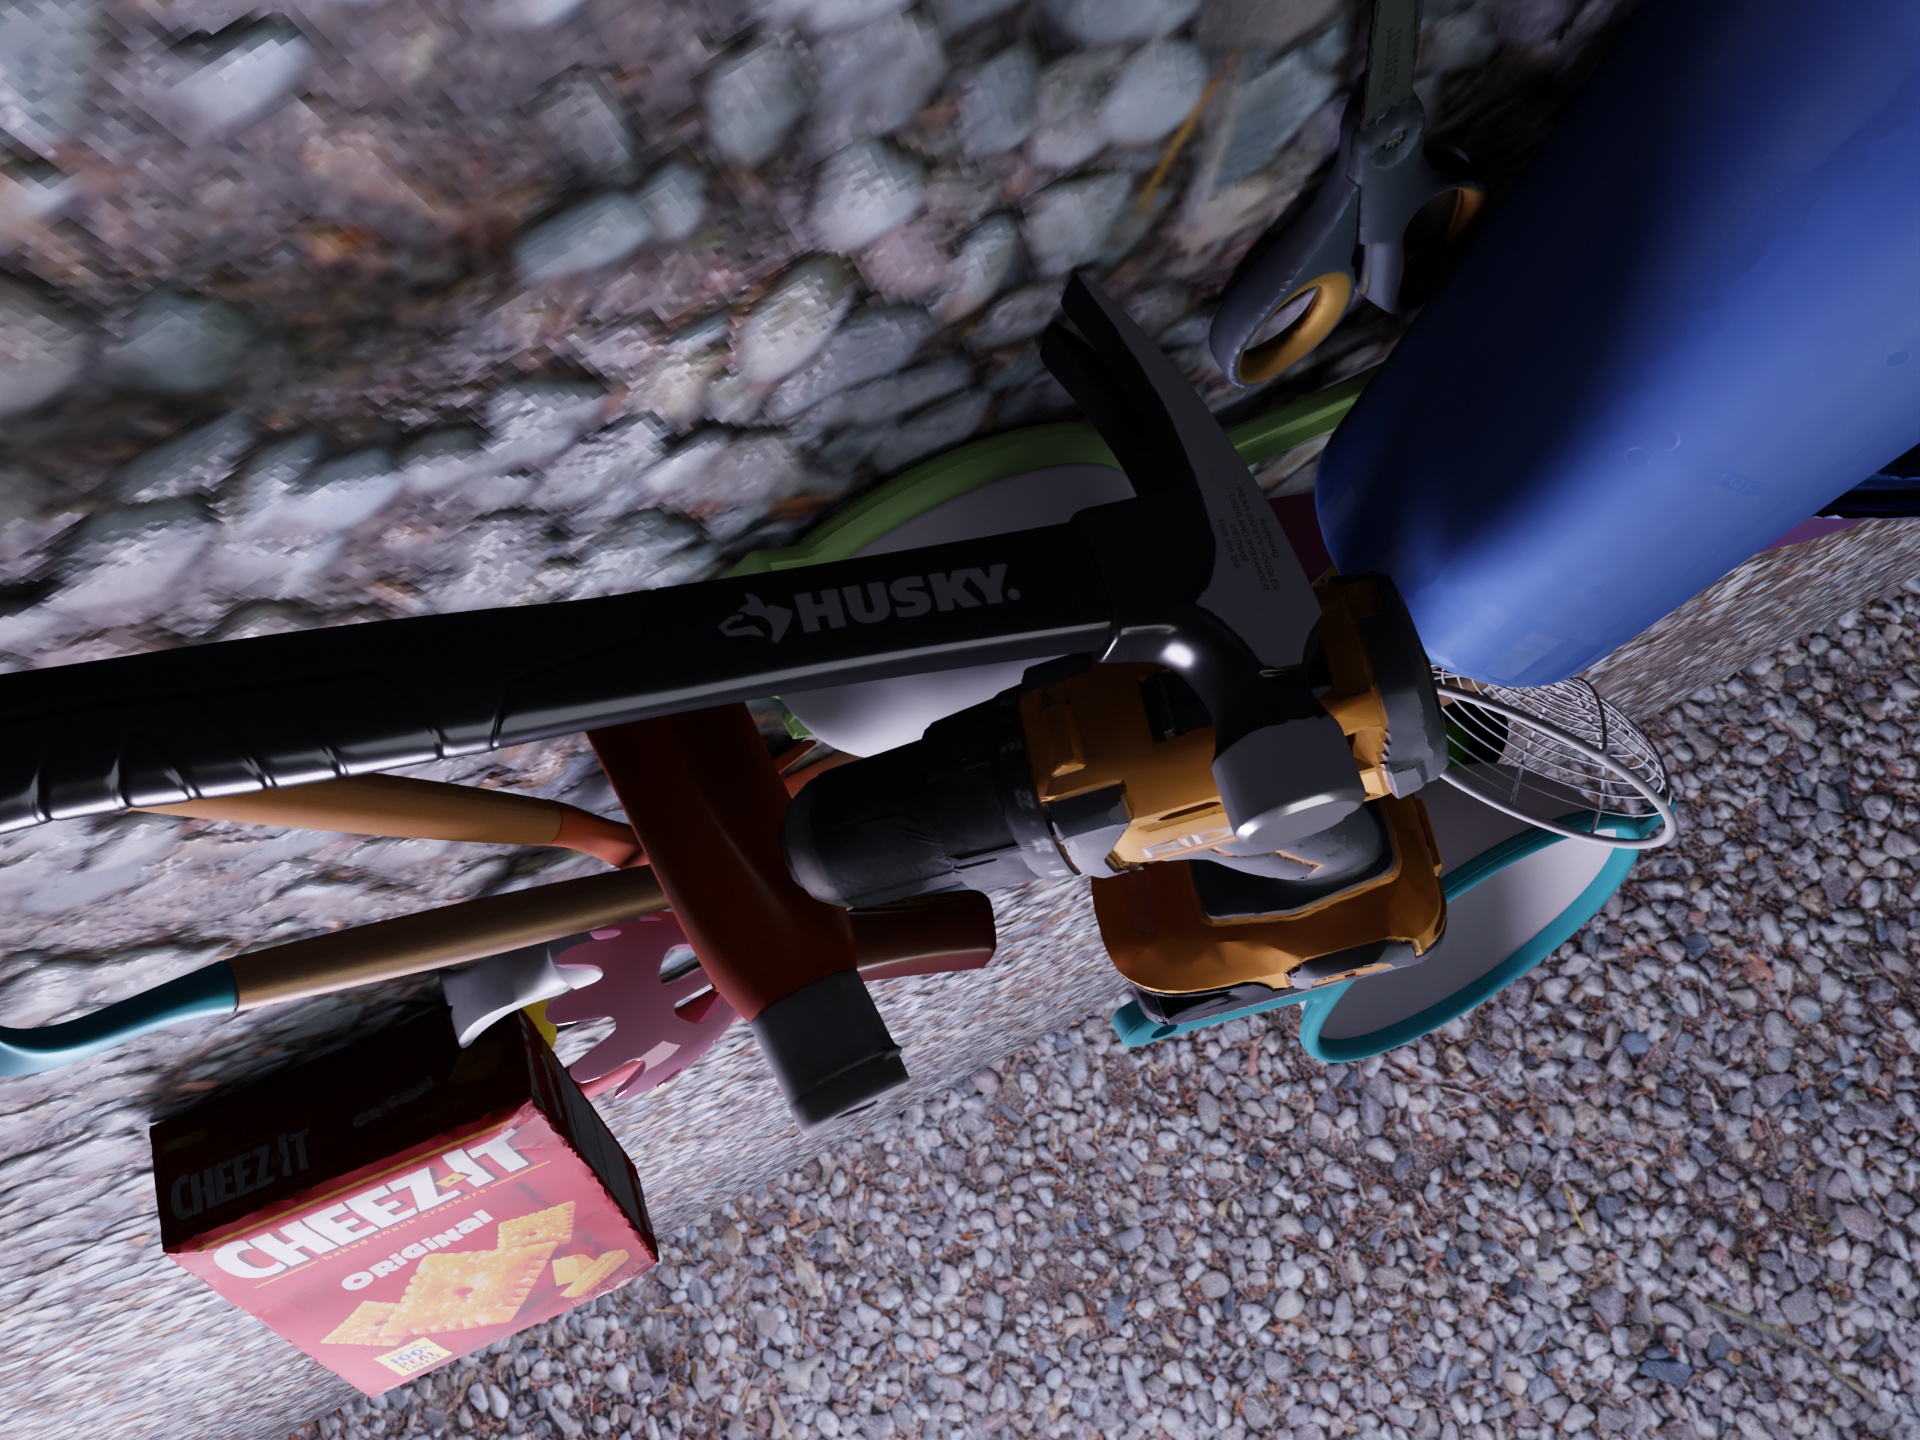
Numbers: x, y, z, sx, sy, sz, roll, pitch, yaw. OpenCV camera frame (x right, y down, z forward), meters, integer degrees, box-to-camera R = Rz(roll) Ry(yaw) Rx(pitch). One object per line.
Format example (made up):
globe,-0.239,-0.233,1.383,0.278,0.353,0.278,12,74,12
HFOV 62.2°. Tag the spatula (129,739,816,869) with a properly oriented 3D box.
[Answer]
spatula,-0.150,0.022,0.496,0.081,0.041,0.322,-32,160,19

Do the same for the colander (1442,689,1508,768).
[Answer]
colander,0.189,-0.011,0.849,0.204,0.095,0.396,-28,152,-4

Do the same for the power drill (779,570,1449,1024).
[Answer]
power drill,0.063,0.039,0.511,0.185,0.084,0.226,-17,156,13

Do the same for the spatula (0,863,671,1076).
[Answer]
spatula,-0.192,0.061,0.470,0.317,0.044,0.082,-9,159,-41

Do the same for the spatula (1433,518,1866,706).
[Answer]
spatula,0.294,-0.054,0.698,0.316,0.018,0.059,-29,141,21

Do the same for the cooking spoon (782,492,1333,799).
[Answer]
cooking spoon,-0.001,-0.002,0.600,0.319,0.069,0.017,-26,126,25

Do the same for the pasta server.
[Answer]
pasta server,-0.054,0.072,0.664,0.040,0.060,0.316,-23,-179,27

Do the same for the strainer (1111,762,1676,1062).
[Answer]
strainer,0.201,0.096,0.836,0.340,0.095,0.211,-7,141,-32

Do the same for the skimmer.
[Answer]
skimmer,0.101,0.038,0.656,0.363,0.090,0.127,-10,167,1

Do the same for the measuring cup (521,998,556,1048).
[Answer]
measuring cup,-0.233,0.176,0.831,0.062,0.029,0.156,-23,164,-14

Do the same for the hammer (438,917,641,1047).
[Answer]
hammer,-0.062,0.079,0.769,0.144,0.035,0.405,-25,172,38

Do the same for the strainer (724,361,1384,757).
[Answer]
strainer,0.054,-0.047,0.519,0.256,0.069,0.151,-24,164,-7

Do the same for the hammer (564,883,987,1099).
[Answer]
hammer,-0.132,0.163,0.927,0.386,0.038,0.143,-27,175,-9

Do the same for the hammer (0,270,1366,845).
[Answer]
hammer,-0.082,-0.017,0.345,0.334,0.146,0.035,-10,159,-17
